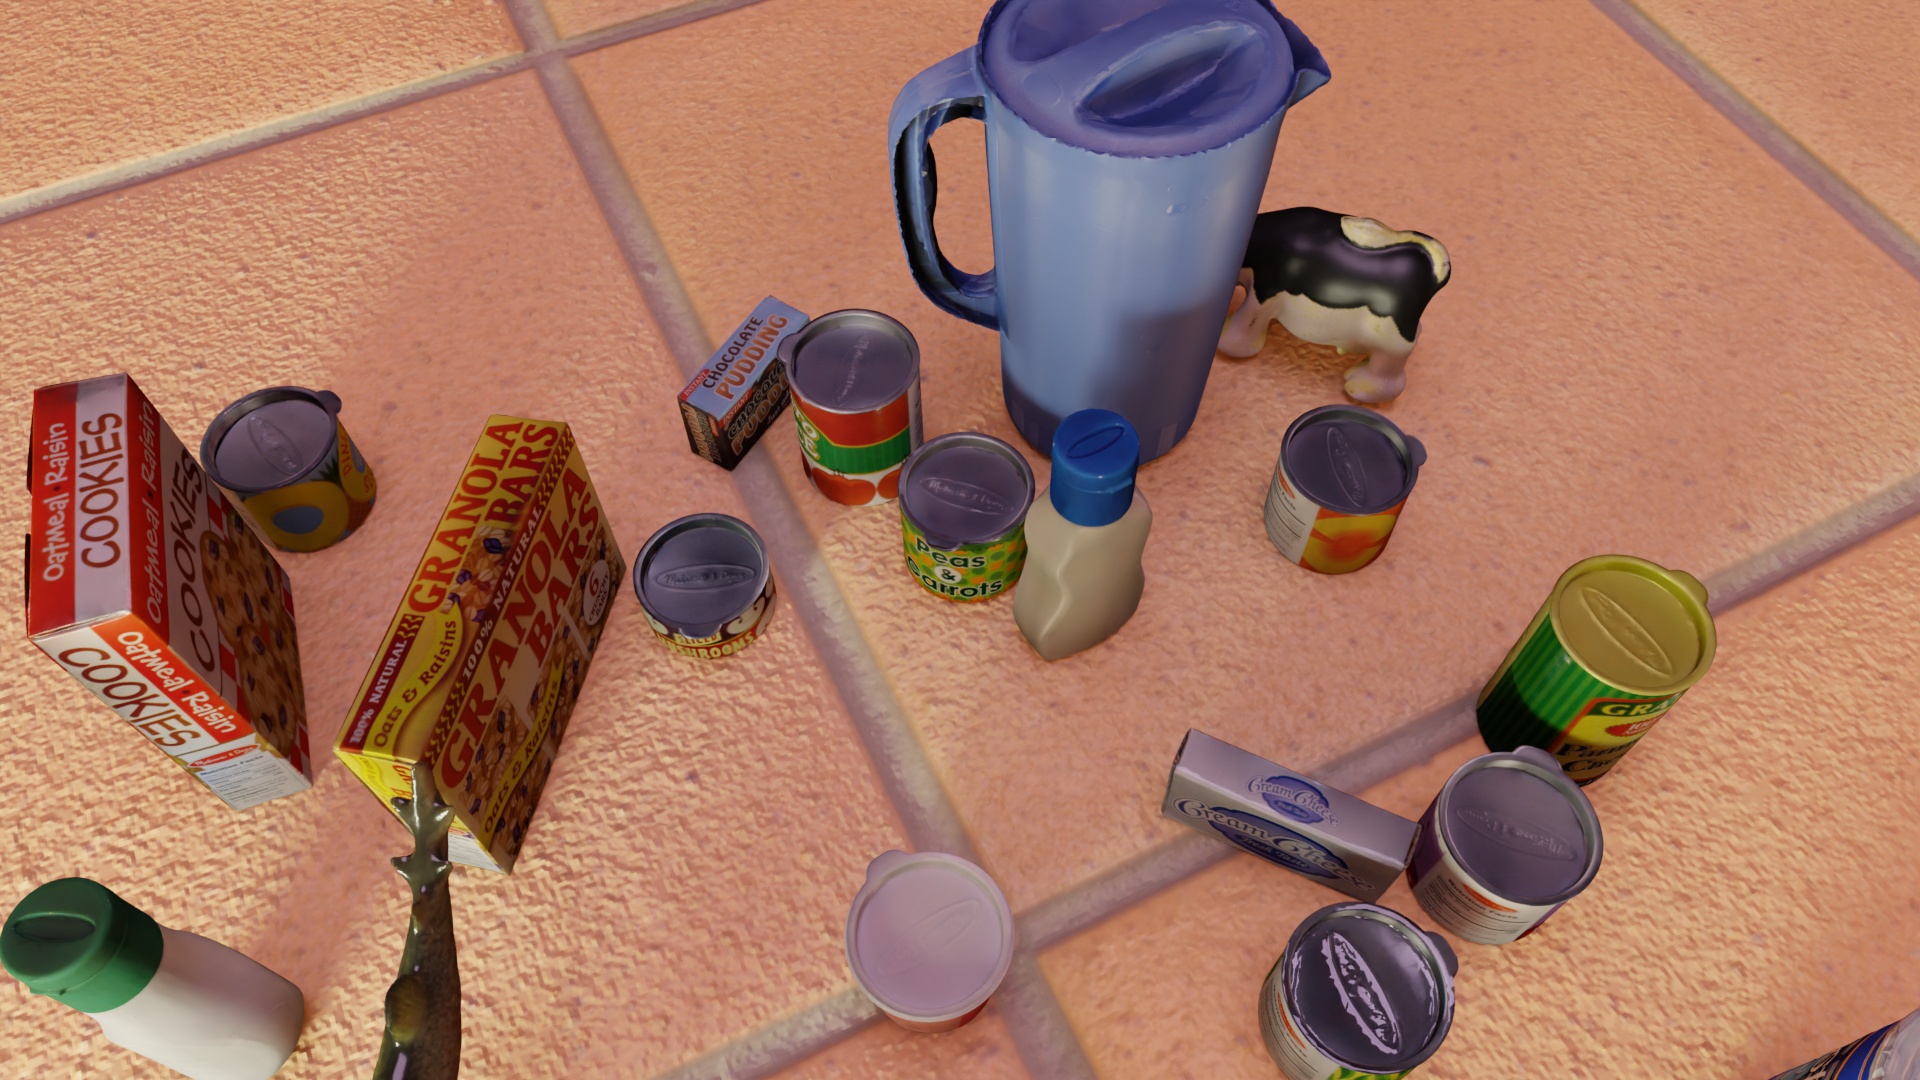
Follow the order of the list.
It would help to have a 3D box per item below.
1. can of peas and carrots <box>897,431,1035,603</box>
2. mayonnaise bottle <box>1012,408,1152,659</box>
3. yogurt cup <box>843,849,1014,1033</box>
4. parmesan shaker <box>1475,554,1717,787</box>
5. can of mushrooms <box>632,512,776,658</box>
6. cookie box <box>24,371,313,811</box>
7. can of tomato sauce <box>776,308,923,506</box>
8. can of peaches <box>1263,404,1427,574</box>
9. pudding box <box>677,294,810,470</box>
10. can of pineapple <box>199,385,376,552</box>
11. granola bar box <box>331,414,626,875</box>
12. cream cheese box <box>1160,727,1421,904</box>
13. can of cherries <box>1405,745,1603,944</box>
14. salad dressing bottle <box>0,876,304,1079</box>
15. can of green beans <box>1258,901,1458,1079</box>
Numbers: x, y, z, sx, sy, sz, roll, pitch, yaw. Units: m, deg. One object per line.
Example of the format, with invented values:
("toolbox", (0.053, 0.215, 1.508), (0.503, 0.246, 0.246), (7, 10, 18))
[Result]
("can of peas and carrots", (0.002, -0.009, 0.687), (0.071, 0.058, 0.071), (0, 57, 1))
("mayonnaise bottle", (0.057, -0.001, 0.629), (0.065, 0.147, 0.041), (-28, 61, -16))
("yogurt cup", (-0.012, 0.170, 0.574), (0.072, 0.053, 0.073), (0, 57, 0))
("parmesan shaker", (0.279, 0.060, 0.613), (0.071, 0.102, 0.071), (0, 57, 1))
("can of mushrooms", (-0.125, 0.024, 0.682), (0.071, 0.033, 0.071), (0, 57, 0))
("cookie box", (-0.340, 0.027, 0.603), (0.040, 0.166, 0.123), (-17, 59, -10))
("can of tomato sauce", (-0.054, -0.066, 0.711), (0.071, 0.082, 0.071), (0, 57, 1))
("can of peaches", (0.191, -0.025, 0.696), (0.071, 0.057, 0.071), (0, 57, 1))
("pudding box", (-0.113, -0.085, 0.743), (0.030, 0.049, 0.084), (27, 61, 17))
("can of pineapple", (-0.339, -0.036, 0.709), (0.071, 0.057, 0.071), (0, 57, 1))
("granola bar box", (-0.204, 0.046, 0.615), (0.039, 0.123, 0.166), (9, 58, 6))
("cream cheese box", (0.141, 0.121, 0.604), (0.104, 0.053, 0.024), (22, 60, 14))
("can of cherries", (0.231, 0.130, 0.594), (0.071, 0.058, 0.072), (0, 57, 1))
("salad dressing bottle", (-0.300, 0.168, 0.522), (0.064, 0.147, 0.044), (3, 57, 3))
("can of green beans", (0.157, 0.187, 0.559), (0.071, 0.057, 0.071), (0, 57, 1))
